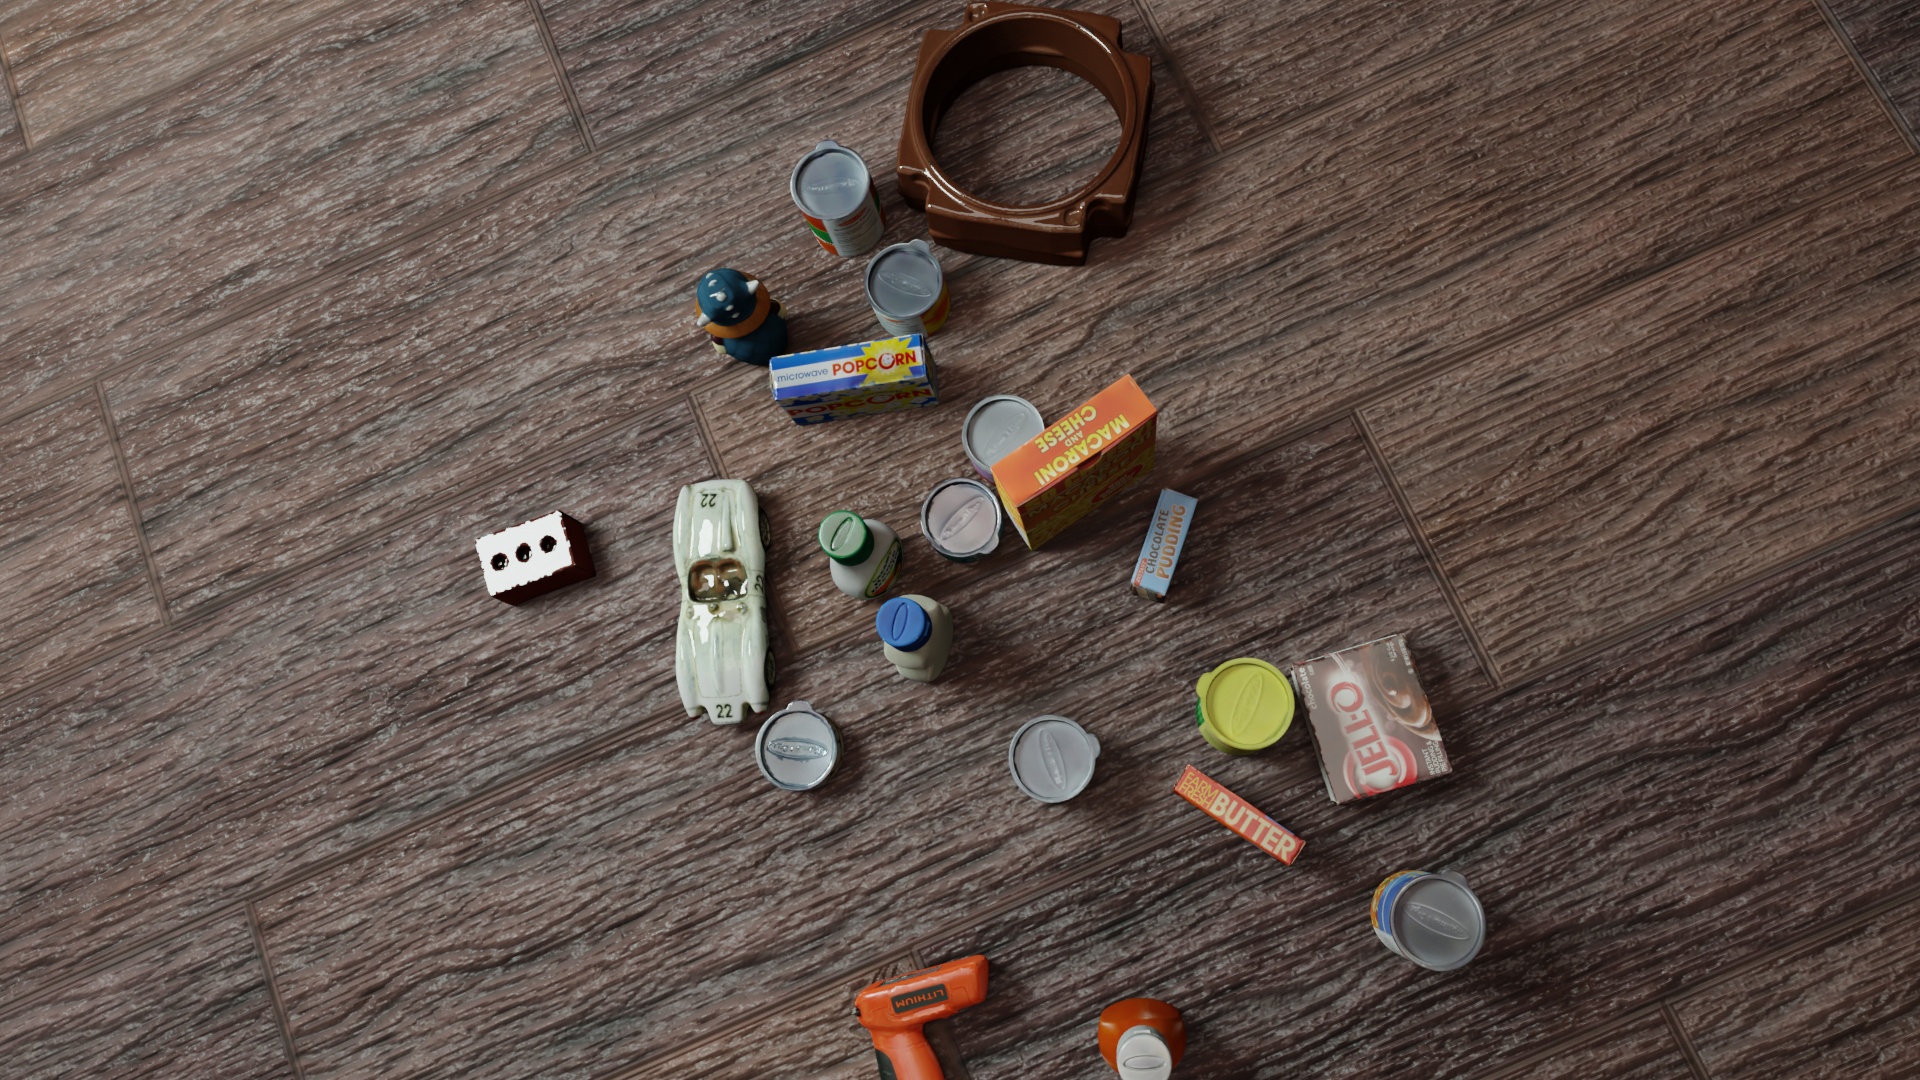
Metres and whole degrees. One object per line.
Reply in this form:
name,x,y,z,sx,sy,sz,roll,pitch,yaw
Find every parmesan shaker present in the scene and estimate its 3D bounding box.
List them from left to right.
parmesan shaker,0.210,0.125,1.047,0.071,0.103,0.071,-1,79,6

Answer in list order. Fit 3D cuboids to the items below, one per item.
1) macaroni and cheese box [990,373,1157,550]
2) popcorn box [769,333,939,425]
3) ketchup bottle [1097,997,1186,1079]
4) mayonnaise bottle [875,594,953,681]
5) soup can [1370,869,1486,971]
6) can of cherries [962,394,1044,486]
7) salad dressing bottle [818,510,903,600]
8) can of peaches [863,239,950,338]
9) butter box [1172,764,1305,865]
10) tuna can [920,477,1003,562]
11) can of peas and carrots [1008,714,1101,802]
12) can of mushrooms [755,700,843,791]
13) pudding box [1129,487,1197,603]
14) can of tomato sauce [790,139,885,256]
macaroni and cheese box,0.090,-0.055,1.065,0.124,0.166,0.040,-34,77,-1
popcorn box,-0.085,-0.131,1.141,0.127,0.085,0.038,-9,78,5
ketchup bottle,0.129,0.357,0.986,0.065,0.148,0.043,-4,79,6
mayonnaise bottle,-0.035,0.071,1.063,0.041,0.148,0.065,13,81,9
soup can,0.340,0.273,1.012,0.071,0.083,0.071,-1,79,6
can of cherries,0.039,-0.077,1.130,0.071,0.058,0.071,-1,79,6
salad dressing bottle,-0.079,0.009,1.080,0.044,0.147,0.064,29,84,11
can of peaches,-0.042,-0.210,1.167,0.071,0.058,0.071,-1,79,6
butter box,0.210,0.208,1.056,0.103,0.053,0.024,33,84,12
tuna can,0.004,-0.014,1.135,0.071,0.033,0.071,-1,79,6
can of peas and carrots,0.075,0.169,1.076,0.071,0.058,0.071,-1,79,6
can of mushrooms,-0.128,0.165,1.113,0.071,0.033,0.071,-1,79,6
pudding box,0.161,0.004,1.104,0.030,0.049,0.084,19,81,10
can of tomato sauce,-0.103,-0.288,1.176,0.071,0.083,0.071,-1,79,6
